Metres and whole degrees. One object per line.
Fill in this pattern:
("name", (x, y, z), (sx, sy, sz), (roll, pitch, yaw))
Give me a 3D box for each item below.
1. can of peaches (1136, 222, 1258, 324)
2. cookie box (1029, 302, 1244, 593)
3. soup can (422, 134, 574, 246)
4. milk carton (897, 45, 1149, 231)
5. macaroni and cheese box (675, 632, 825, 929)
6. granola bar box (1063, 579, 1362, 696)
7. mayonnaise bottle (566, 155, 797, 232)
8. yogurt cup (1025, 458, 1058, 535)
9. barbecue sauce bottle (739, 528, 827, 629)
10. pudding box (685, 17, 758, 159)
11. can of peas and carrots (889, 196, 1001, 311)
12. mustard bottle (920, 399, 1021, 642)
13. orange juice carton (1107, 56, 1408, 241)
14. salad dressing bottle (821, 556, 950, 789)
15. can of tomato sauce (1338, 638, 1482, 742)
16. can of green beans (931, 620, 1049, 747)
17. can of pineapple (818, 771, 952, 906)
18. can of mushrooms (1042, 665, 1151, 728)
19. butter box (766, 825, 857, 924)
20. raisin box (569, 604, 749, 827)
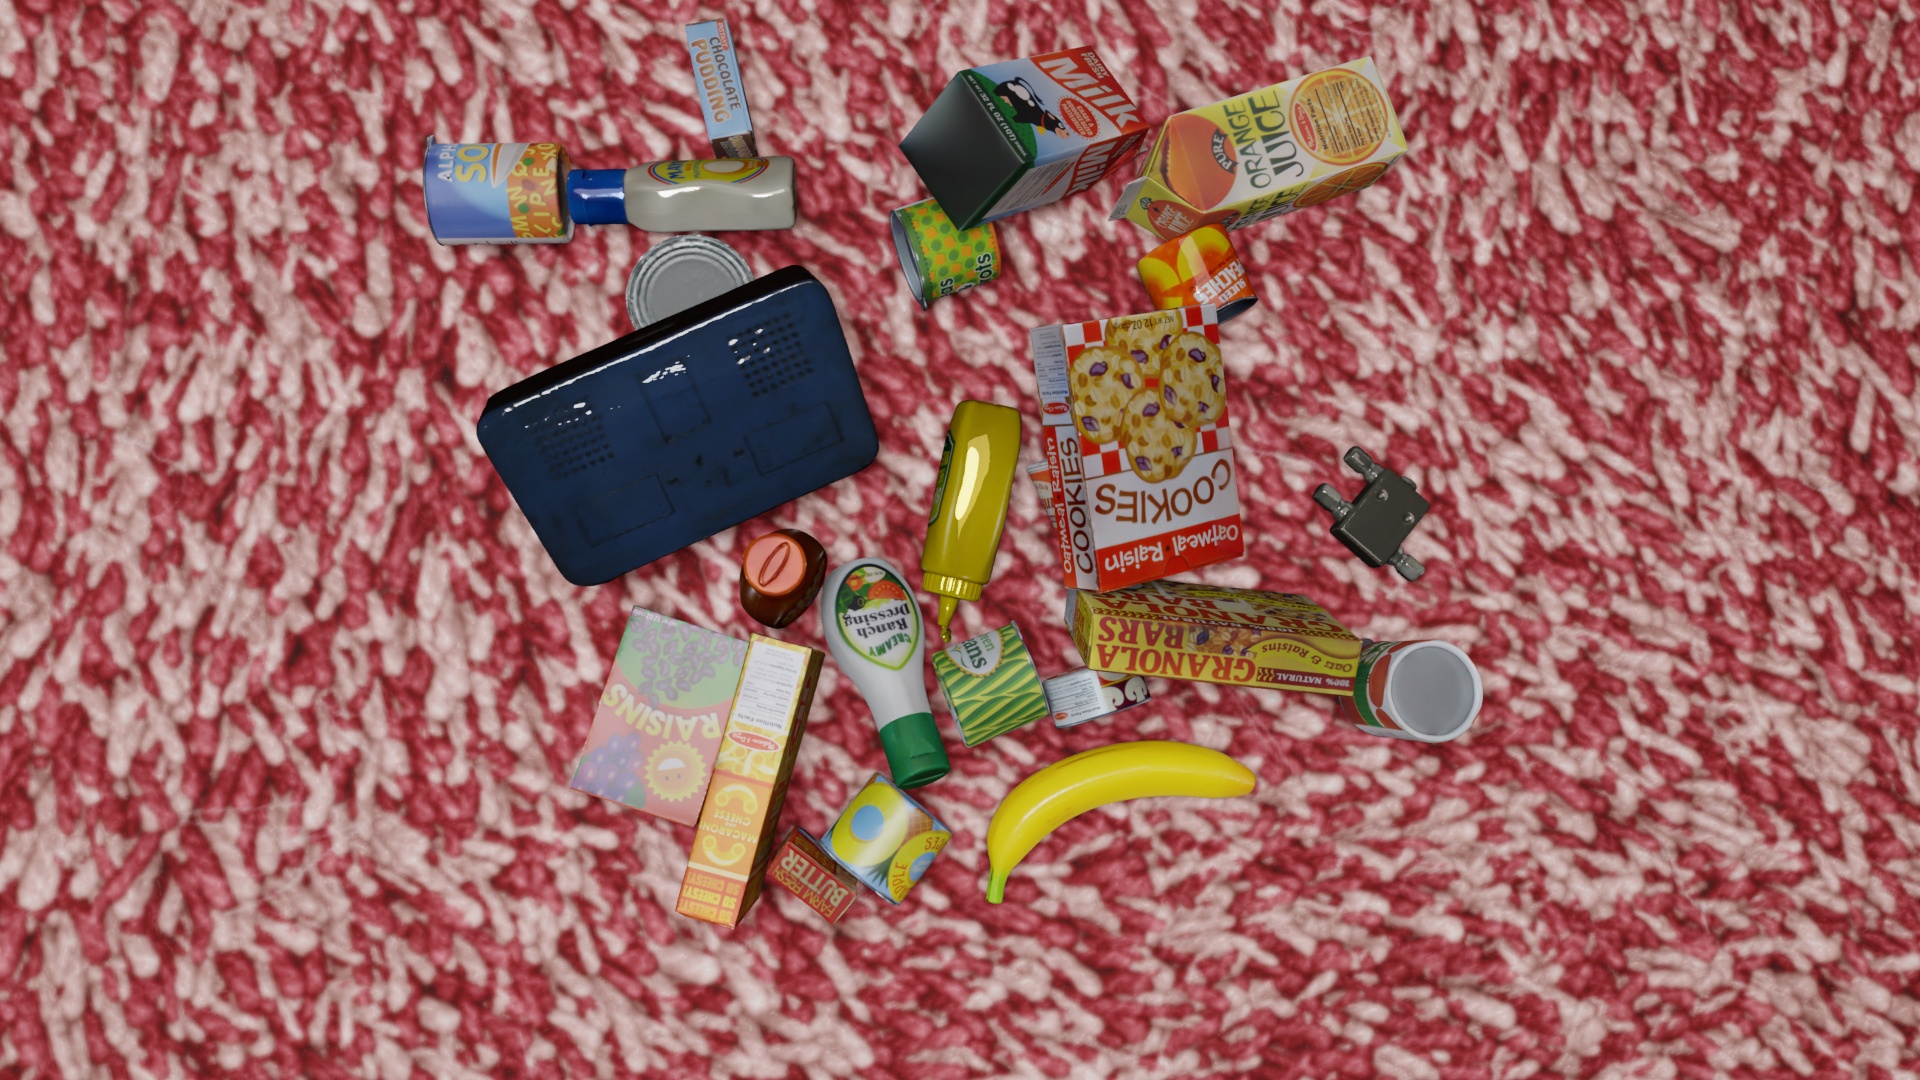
("can of peaches", (0.161, -0.176, 0.944), (0.071, 0.071, 0.058), (-23, 85, -7))
("cookie box", (0.115, -0.060, 0.883), (0.123, 0.040, 0.167), (-13, 99, -30))
("soup can", (-0.302, -0.230, 0.913), (0.084, 0.071, 0.071), (-2, 84, -5))
("milk carton", (0.056, -0.271, 0.919), (0.191, 0.073, 0.072), (-30, 83, -45))
("macaroni and cheese box", (-0.127, 0.143, 0.858), (0.040, 0.123, 0.166), (15, 83, 0))
("granola bar box", (0.155, 0.058, 0.889), (0.166, 0.124, 0.039), (6, 100, -4))
("mayonnaise bottle", (-0.185, -0.231, 0.928), (0.148, 0.065, 0.041), (-2, 127, -3))
("yogurt cup", (0.083, -0.035, 0.927), (0.072, 0.072, 0.054), (-19, 94, -6))
("barbecue sauce bottle", (-0.111, 0.021, 0.861), (0.044, 0.148, 0.065), (32, 83, 0))
("pudding box", (-0.161, -0.304, 0.942), (0.030, 0.049, 0.083), (-13, 85, -4))
("can of peas and carrots", (-0.009, -0.197, 0.935), (0.059, 0.071, 0.071), (-20, 86, -7))
("mustard bottle", (0.003, -0.012, 0.918), (0.049, 0.065, 0.160), (12, 87, -7))
("orange juice carton", (0.197, -0.260, 0.956), (0.193, 0.071, 0.073), (-19, 86, -7))
("salad dressing bottle", (-0.046, 0.084, 0.889), (0.064, 0.043, 0.148), (-12, 65, -19))
("can of tomato sauce", (0.296, 0.097, 0.918), (0.071, 0.083, 0.071), (0, 84, -5))
("can of green beans", (0.019, 0.094, 0.905), (0.058, 0.071, 0.071), (-21, 86, -6))
("can of pineapple", (-0.046, 0.191, 0.888), (0.071, 0.071, 0.058), (39, 82, 0))
("can of mushrooms", (0.090, 0.098, 0.912), (0.071, 0.071, 0.033), (-18, 85, -6))
("butter box", (-0.091, 0.206, 0.864), (0.053, 0.103, 0.024), (38, 83, 1))
("raisin box", (-0.190, 0.113, 0.899), (0.086, 0.040, 0.123), (18, 81, -3))
